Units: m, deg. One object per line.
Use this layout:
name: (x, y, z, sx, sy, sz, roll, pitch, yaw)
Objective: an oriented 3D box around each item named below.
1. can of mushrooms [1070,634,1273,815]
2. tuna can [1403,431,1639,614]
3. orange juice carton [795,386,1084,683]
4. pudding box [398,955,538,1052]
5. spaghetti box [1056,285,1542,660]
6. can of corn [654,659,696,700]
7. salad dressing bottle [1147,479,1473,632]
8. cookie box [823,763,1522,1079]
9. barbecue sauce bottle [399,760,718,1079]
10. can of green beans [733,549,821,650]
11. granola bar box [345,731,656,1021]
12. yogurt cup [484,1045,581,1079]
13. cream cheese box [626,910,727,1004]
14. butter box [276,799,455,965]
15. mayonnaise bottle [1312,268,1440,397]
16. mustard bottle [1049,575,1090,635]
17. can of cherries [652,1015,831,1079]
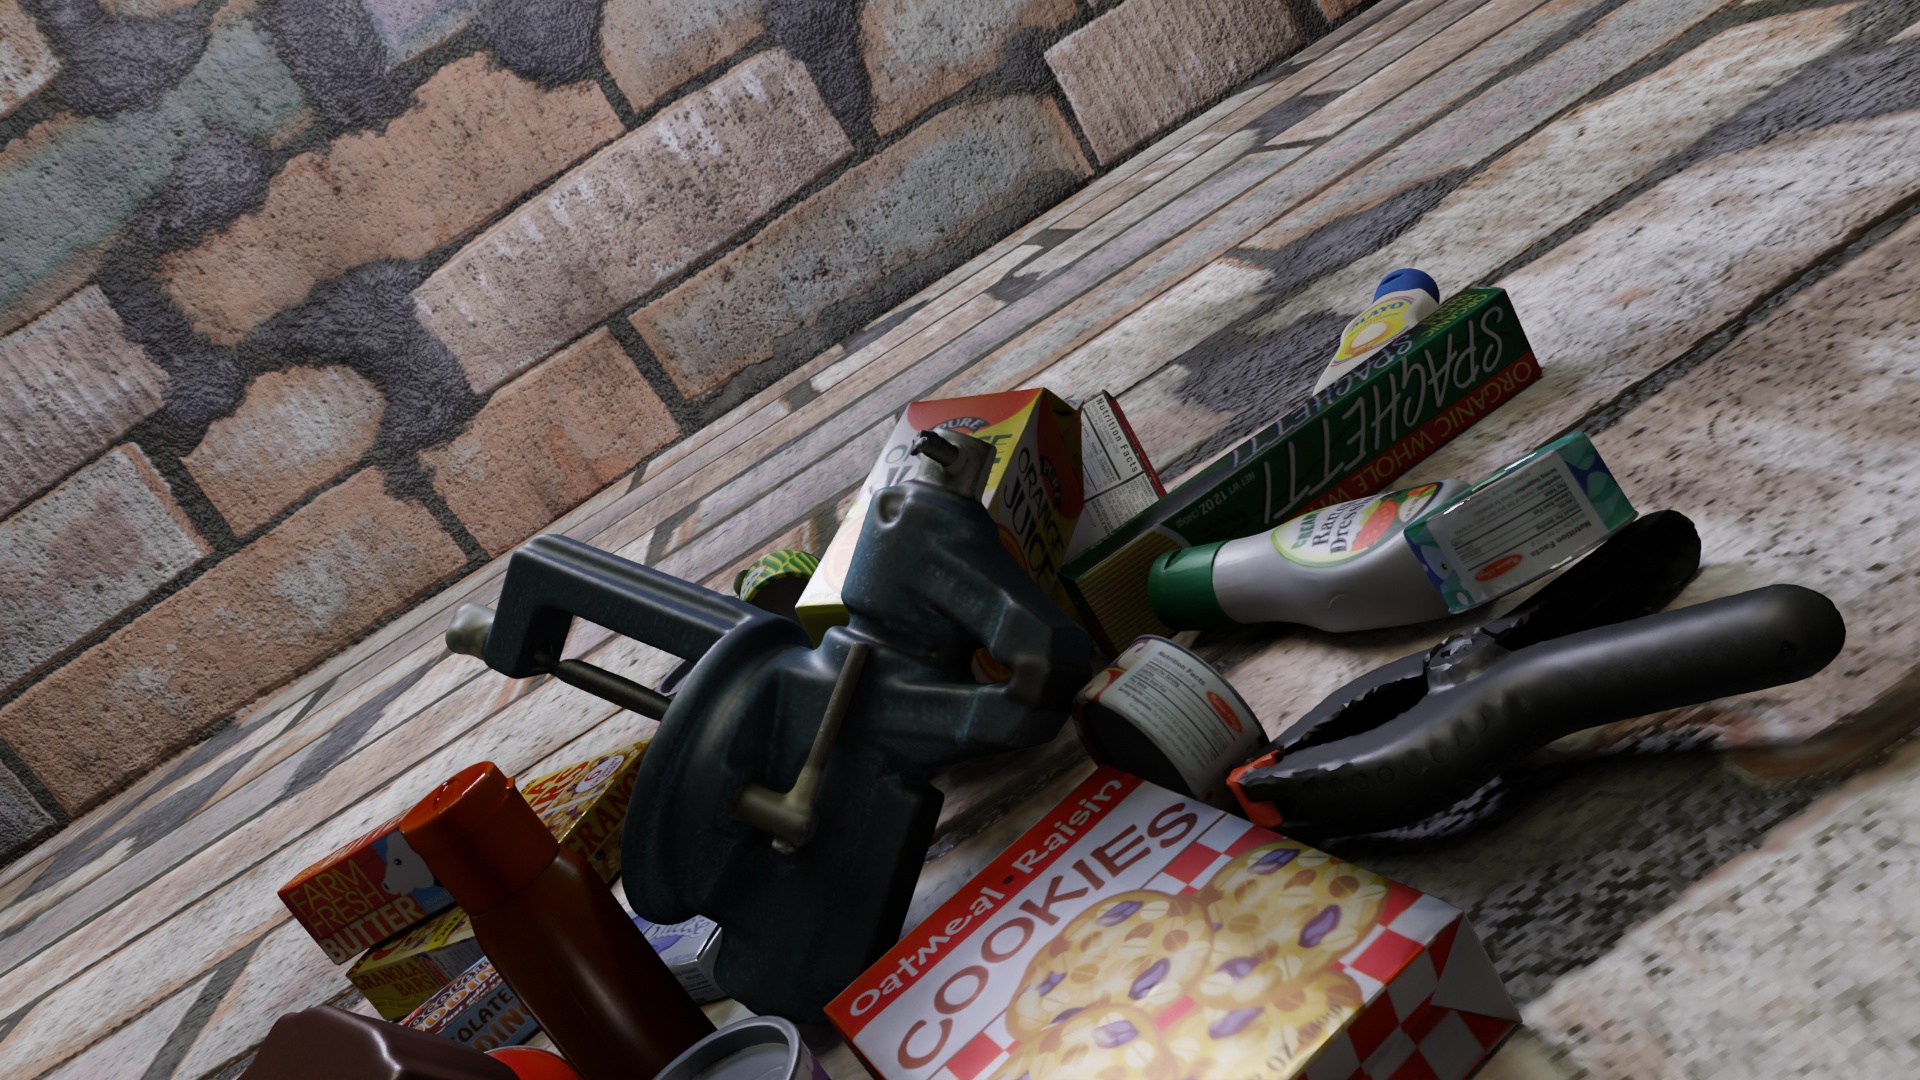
can of mushrooms: (0.071, 0.069, 0.475, 0.033, 0.071, 0.071, -39, 16, -20)
tuna can: (0.183, -0.006, 0.457, 0.071, 0.033, 0.071, -30, -6, -4)
orange juice carton: (0.002, -0.008, 0.639, 0.072, 0.072, 0.194, -4, 38, 26)
pudding box: (-0.226, 0.223, 0.642, 0.084, 0.030, 0.049, -37, 15, -19)
spaghetti box: (0.160, -0.033, 0.646, 0.250, 0.050, 0.029, -34, 17, -7)
can of corn: (-0.135, 0.092, 0.817, 0.071, 0.058, 0.071, -30, 15, 9)
salad dressing bottle: (0.140, 0.012, 0.556, 0.147, 0.044, 0.064, -14, 23, 50)
cookie box: (0.045, 0.130, 0.381, 0.123, 0.040, 0.167, -37, 17, -18)
barbecue sauce bottle: (-0.132, 0.144, 0.477, 0.044, 0.148, 0.065, -34, 15, -7)
can of green beans: (-0.111, 0.044, 0.907, 0.071, 0.071, 0.058, -32, 15, -1)
granola bar box: (-0.241, 0.185, 0.773, 0.124, 0.039, 0.166, -23, 18, 32)
yogurt cup: (-0.147, 0.211, 0.463, 0.073, 0.072, 0.054, -40, 24, -26)
cream cheese box: (-0.132, 0.180, 0.600, 0.103, 0.024, 0.053, -24, 17, 29)
butter box: (-0.304, 0.180, 0.734, 0.103, 0.053, 0.024, -29, 13, 13)
mayonnaise bottle: (0.232, -0.105, 0.746, 0.064, 0.041, 0.149, -25, 17, 34)
mustard bottle: (0.011, 0.056, 0.661, 0.160, 0.048, 0.065, -32, 20, -4)
can of cherries: (-0.058, 0.181, 0.390, 0.071, 0.058, 0.072, -29, 15, 9)
